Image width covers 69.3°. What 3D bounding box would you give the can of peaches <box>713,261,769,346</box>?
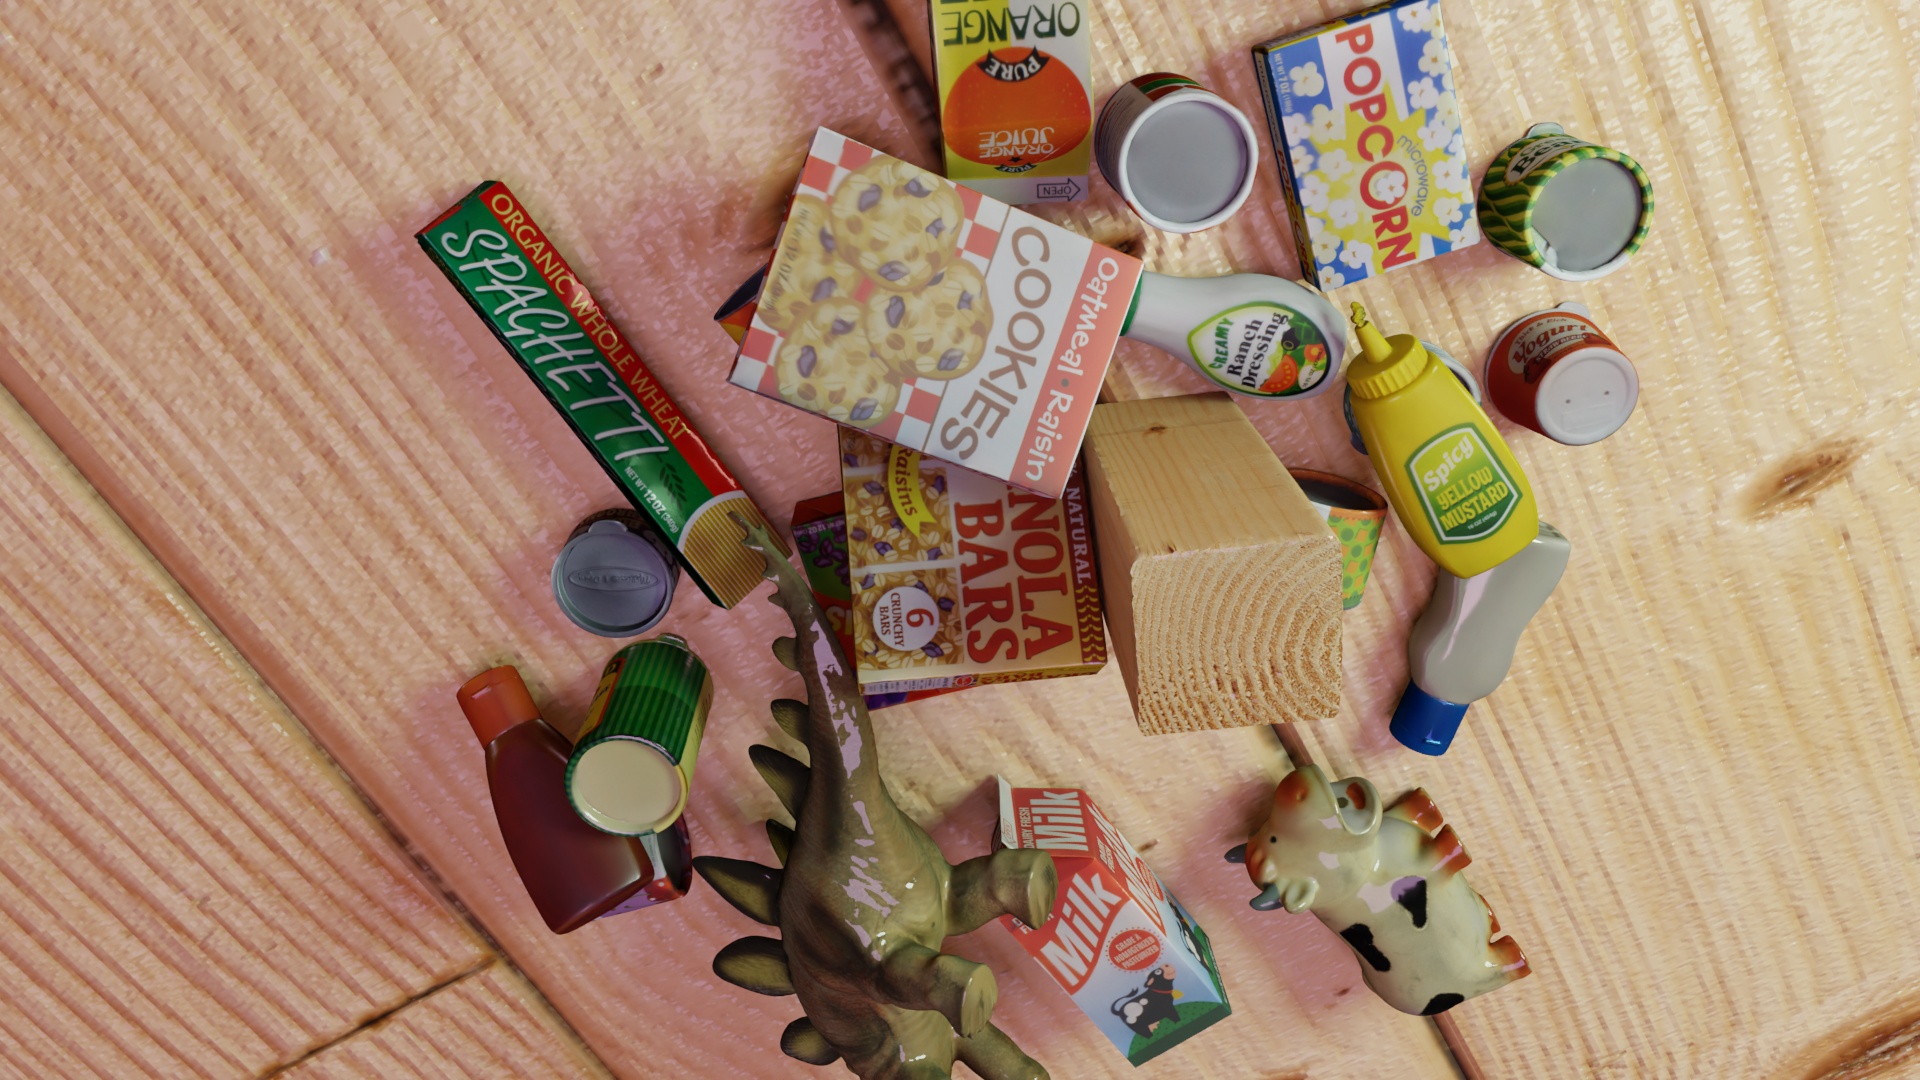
[{"bbox_3d":[-0.080,-0.111,0.701,0.071,0.071,0.058,-36,111,12],"label":"can of peaches"}]

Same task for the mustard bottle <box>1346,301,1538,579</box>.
[{"bbox_3d":[0.238,-0.055,0.713,0.065,0.049,0.160,-34,110,9],"label":"mustard bottle"}]

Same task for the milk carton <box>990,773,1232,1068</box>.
[{"bbox_3d":[0.080,0.225,0.849,0.073,0.072,0.190,-35,110,12],"label":"milk carton"}]

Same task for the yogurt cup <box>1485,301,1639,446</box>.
[{"bbox_3d":[0.322,-0.084,0.740,0.072,0.054,0.072,-1,114,-2],"label":"yogurt cup"}]

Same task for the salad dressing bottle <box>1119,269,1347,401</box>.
[{"bbox_3d":[0.124,-0.114,0.723,0.148,0.044,0.064,13,125,-6],"label":"salad dressing bottle"}]

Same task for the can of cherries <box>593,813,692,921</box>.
[{"bbox_3d":[-0.197,0.186,0.826,0.058,0.072,0.071,-15,113,3],"label":"can of cherries"}]

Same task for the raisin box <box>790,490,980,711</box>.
[{"bbox_3d":[-0.036,0.030,0.780,0.086,0.040,0.123,-14,113,2],"label":"raisin box"}]

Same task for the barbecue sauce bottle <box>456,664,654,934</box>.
[{"bbox_3d":[-0.233,0.141,0.779,0.065,0.043,0.149,-32,77,-4],"label":"barbecue sauce bottle"}]

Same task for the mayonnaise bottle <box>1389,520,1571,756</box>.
[{"bbox_3d":[0.293,0.054,0.805,0.065,0.041,0.147,14,113,-7],"label":"mayonnaise bottle"}]

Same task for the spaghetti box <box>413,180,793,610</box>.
[{"bbox_3d":[-0.182,-0.071,0.726,0.050,0.028,0.249,-43,112,-18],"label":"spaghetti box"}]

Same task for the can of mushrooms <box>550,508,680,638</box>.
[{"bbox_3d":[-0.190,0.016,0.770,0.071,0.033,0.070,-1,113,-2],"label":"can of mushrooms"}]

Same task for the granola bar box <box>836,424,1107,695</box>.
[{"bbox_3d":[0.003,-0.009,0.711,0.124,0.039,0.166,-4,73,-5],"label":"granola bar box"}]

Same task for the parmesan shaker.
[{"bbox_3d":[-0.176,0.106,0.770,0.071,0.103,0.071,-1,113,-2],"label":"parmesan shaker"}]

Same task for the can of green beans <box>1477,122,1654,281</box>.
[{"bbox_3d":[0.304,-0.169,0.701,0.071,0.058,0.071,-1,113,-2],"label":"can of green beans"}]

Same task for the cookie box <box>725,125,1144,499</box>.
[{"bbox_3d":[-0.011,-0.104,0.659,0.167,0.040,0.123,19,91,-15],"label":"cookie box"}]

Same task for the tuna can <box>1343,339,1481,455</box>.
[{"bbox_3d":[0.243,-0.071,0.753,0.071,0.033,0.070,-1,112,-2],"label":"tuna can"}]

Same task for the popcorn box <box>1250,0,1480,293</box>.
[{"bbox_3d":[0.203,-0.198,0.695,0.085,0.038,0.126,-18,113,4],"label":"popcorn box"}]

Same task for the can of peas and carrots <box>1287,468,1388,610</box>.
[{"bbox_3d":[0.197,-0.002,0.764,0.071,0.071,0.058,8,112,-6],"label":"can of peas and carrots"}]

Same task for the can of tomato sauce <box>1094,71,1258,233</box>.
[{"bbox_3d":[0.104,-0.188,0.670,0.071,0.083,0.071,-1,113,-2],"label":"can of tomato sauce"}]

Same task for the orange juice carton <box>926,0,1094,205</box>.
[{"bbox_3d":[0.020,-0.252,0.645,0.072,0.073,0.191,-5,113,0],"label":"orange juice carton"}]
